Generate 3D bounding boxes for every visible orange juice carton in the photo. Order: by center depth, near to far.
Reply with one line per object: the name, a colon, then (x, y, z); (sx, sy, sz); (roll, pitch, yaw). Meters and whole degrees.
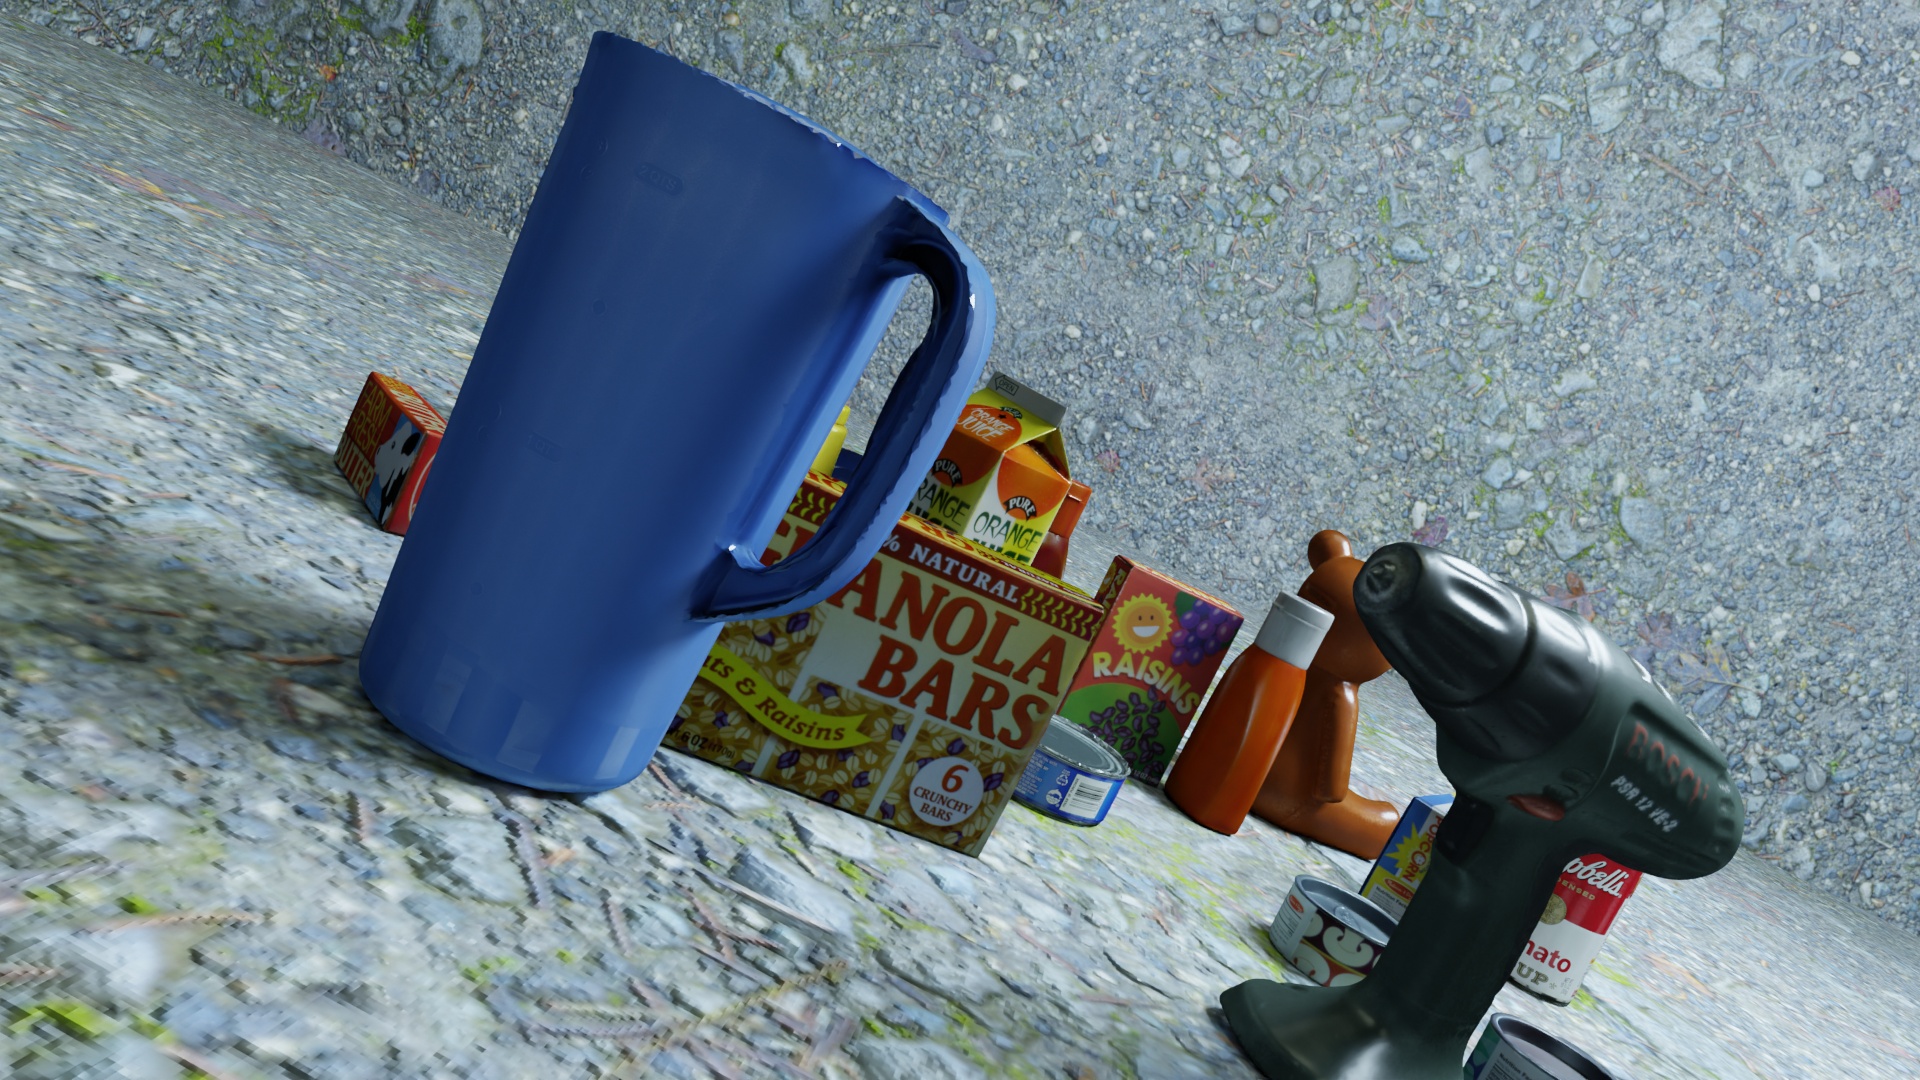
orange juice carton: (0.003, -0.011, 0.888); (0.073, 0.192, 0.072); (19, 9, -46)

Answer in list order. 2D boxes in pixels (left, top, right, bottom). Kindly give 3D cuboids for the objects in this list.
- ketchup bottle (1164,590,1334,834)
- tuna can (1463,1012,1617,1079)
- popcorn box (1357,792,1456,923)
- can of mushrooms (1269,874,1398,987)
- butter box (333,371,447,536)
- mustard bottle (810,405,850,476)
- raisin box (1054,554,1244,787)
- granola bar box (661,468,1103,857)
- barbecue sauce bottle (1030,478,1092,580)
ketchup bottle: (0.180, 0.104, 0.860); (0.043, 0.148, 0.065); (24, 7, -19)
tuna can: (0.258, 0.241, 0.612); (0.071, 0.032, 0.071); (26, 7, -3)
popcorn box: (0.275, 0.193, 0.811); (0.038, 0.085, 0.127); (30, 8, 31)
can of mushrooms: (0.190, 0.198, 0.684); (0.071, 0.033, 0.071); (26, 7, -3)
butter box: (-0.280, -0.044, 0.692); (0.024, 0.053, 0.104); (20, 9, -42)
mustard bottle: (-0.109, -0.048, 0.893); (0.049, 0.160, 0.065); (27, 7, 8)
raisin box: (0.112, 0.082, 0.880); (0.086, 0.123, 0.040); (25, 7, -13)
granola bar box: (-0.040, 0.048, 0.587); (0.165, 0.124, 0.039); (24, 7, -18)
barbecue sauce bottle: (0.042, 0.024, 0.952); (0.065, 0.148, 0.044); (23, 7, -26)
